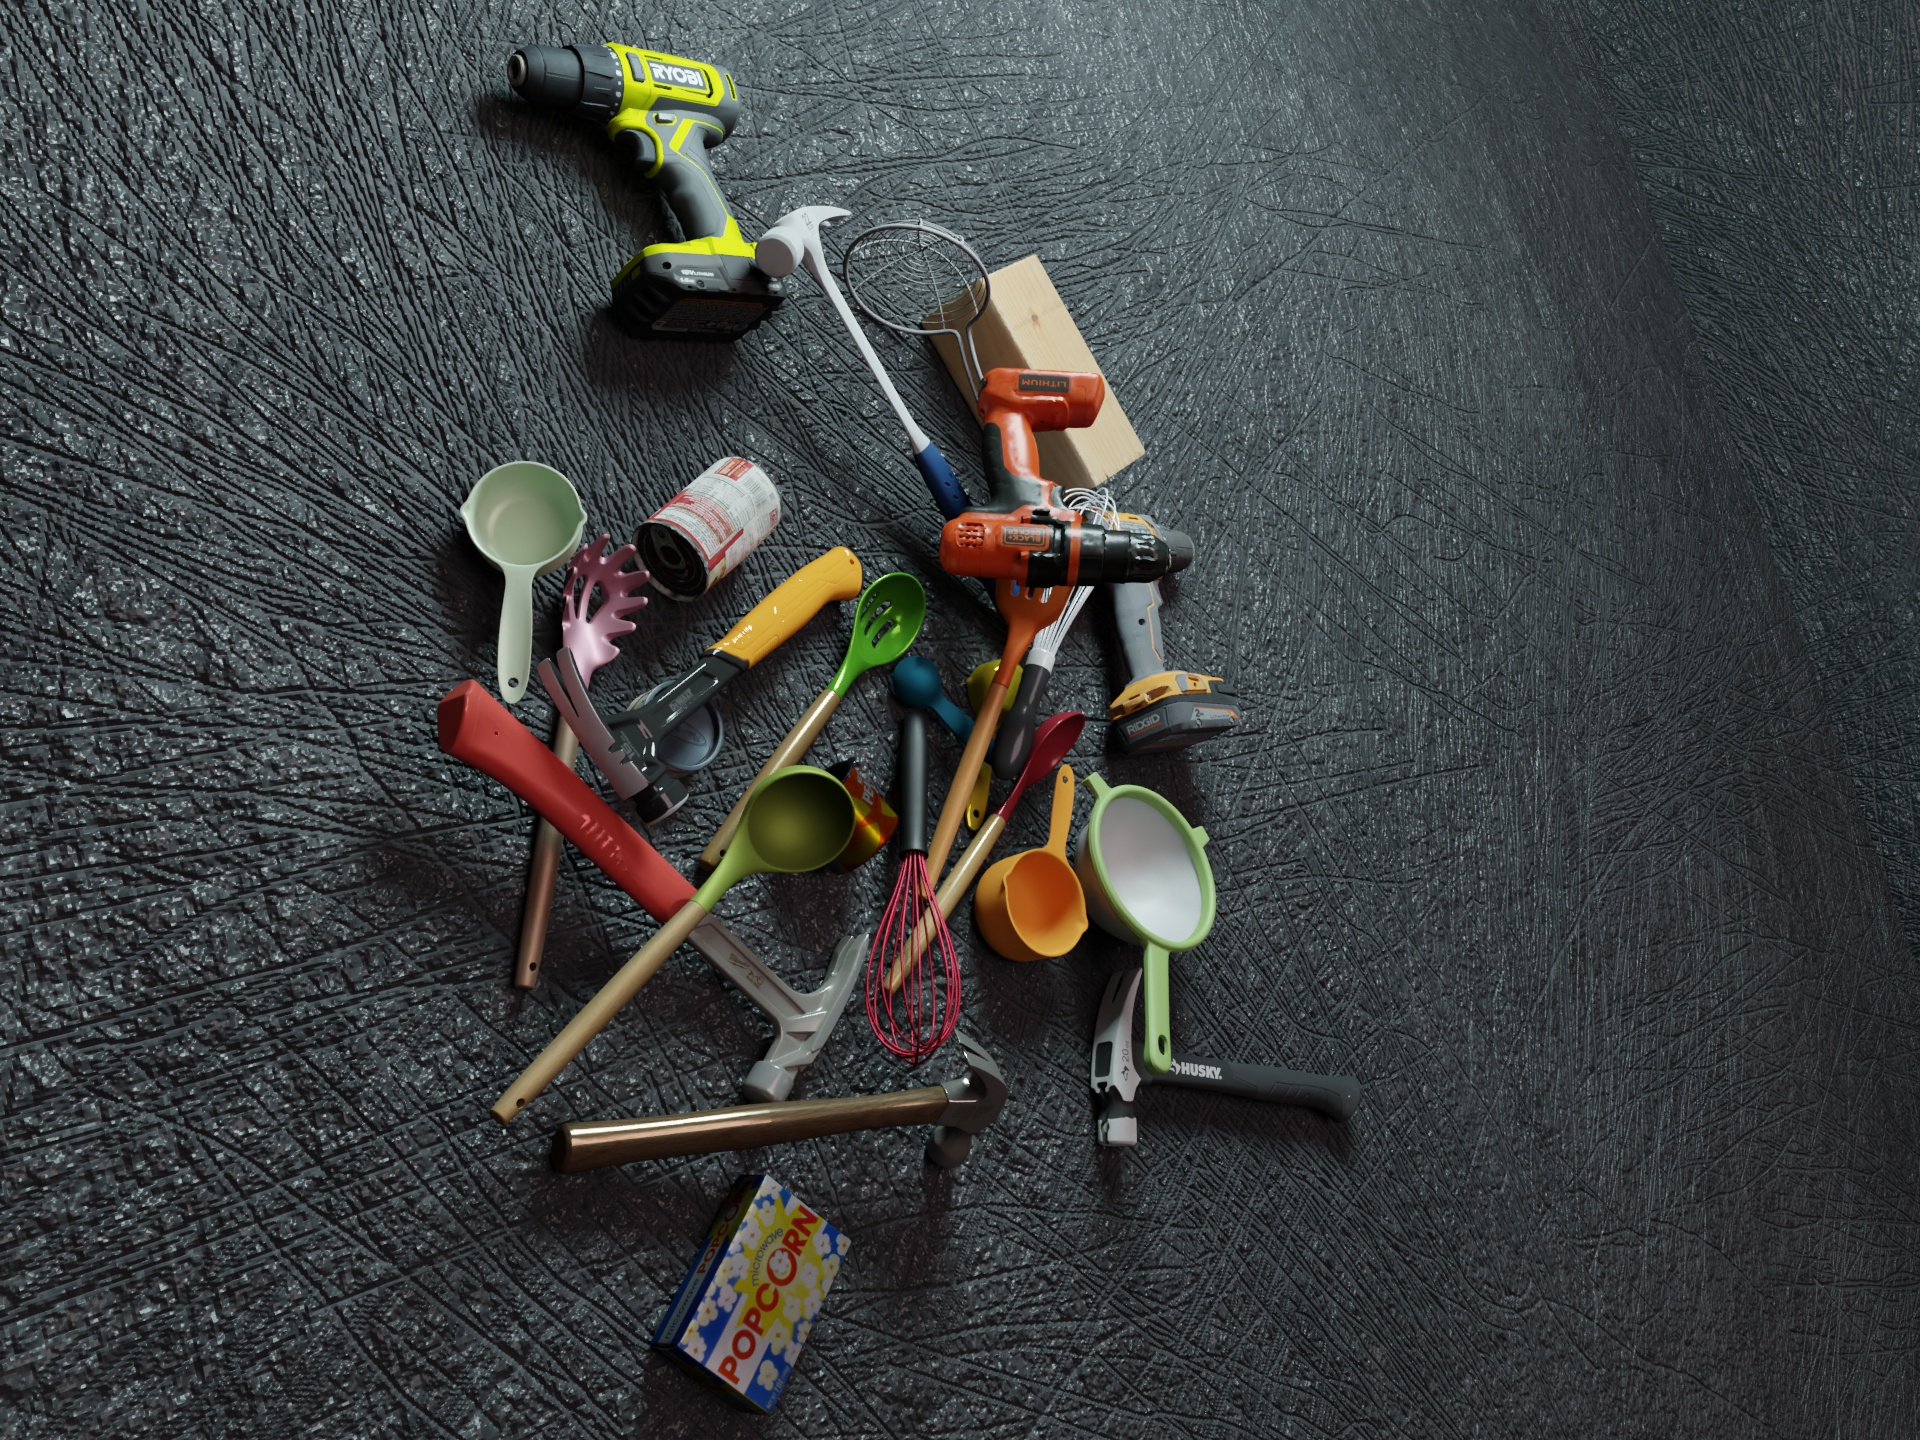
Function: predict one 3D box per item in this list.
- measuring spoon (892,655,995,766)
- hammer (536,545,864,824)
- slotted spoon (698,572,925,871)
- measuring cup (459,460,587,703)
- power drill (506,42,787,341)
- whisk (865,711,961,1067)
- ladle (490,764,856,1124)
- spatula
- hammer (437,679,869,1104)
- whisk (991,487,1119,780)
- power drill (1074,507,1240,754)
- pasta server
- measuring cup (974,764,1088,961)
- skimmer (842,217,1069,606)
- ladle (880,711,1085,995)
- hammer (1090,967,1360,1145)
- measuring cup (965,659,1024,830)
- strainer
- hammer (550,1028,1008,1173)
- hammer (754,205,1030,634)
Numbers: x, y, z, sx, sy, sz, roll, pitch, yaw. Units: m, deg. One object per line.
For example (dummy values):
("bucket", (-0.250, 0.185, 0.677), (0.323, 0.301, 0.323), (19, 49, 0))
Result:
("measuring spoon", (-0.002, -0.004, 1.300), (0.128, 0.021, 0.042), (43, 66, -16))
("hammer", (-0.163, -0.058, 1.146), (0.127, 0.034, 0.337), (56, 36, -10))
("slotted spoon", (-0.113, -0.003, 1.218), (0.314, 0.031, 0.070), (-57, 134, -36))
("measuring cup", (-0.295, -0.090, 1.071), (0.083, 0.038, 0.168), (2, 78, -8))
("power drill", (-0.238, -0.416, 1.228), (0.190, 0.080, 0.228), (-10, 79, -45))
("whisk", (-0.036, 0.121, 1.210), (0.073, 0.073, 0.296), (24, 50, -34))
("ladle", (-0.177, 0.139, 1.019), (0.320, 0.062, 0.078), (-48, 125, -39))
("spatula", (0.021, -0.009, 1.284), (0.041, 0.081, 0.323), (63, 45, -67))
("hammer", (-0.204, 0.100, 1.067), (0.358, 0.037, 0.149), (49, 49, -26))
("whisk", (0.076, -0.077, 1.349), (0.070, 0.070, 0.285), (32, 65, -29))
("power drill", (0.184, -0.088, 1.482), (0.185, 0.084, 0.226), (-3, 72, -51))
("pasta server", (-0.263, 0.023, 1.068), (0.060, 0.040, 0.316), (24, 61, -40))
("measuring cup", (0.061, 0.117, 1.314), (0.095, 0.052, 0.174), (32, 54, -29))
("skimmer", (0.010, -0.256, 1.380), (0.090, 0.127, 0.363), (-36, 109, -52))
("ladle", (0.019, 0.100, 1.292), (0.031, 0.069, 0.315), (25, 54, 15))
("hammer", (0.244, 0.313, 1.415), (0.334, 0.035, 0.146), (17, 64, -37))
("measuring cup", (0.029, 0.019, 1.335), (0.062, 0.029, 0.157), (28, 58, -32))
("strainer", (0.144, 0.180, 1.337), (0.151, 0.069, 0.257), (27, 50, -32))
("hammer", (-0.111, 0.270, 1.078), (0.331, 0.130, 0.031), (3, 40, -33))
("hammer", (-0.036, -0.239, 1.321), (0.405, 0.035, 0.144), (58, 27, -23))
